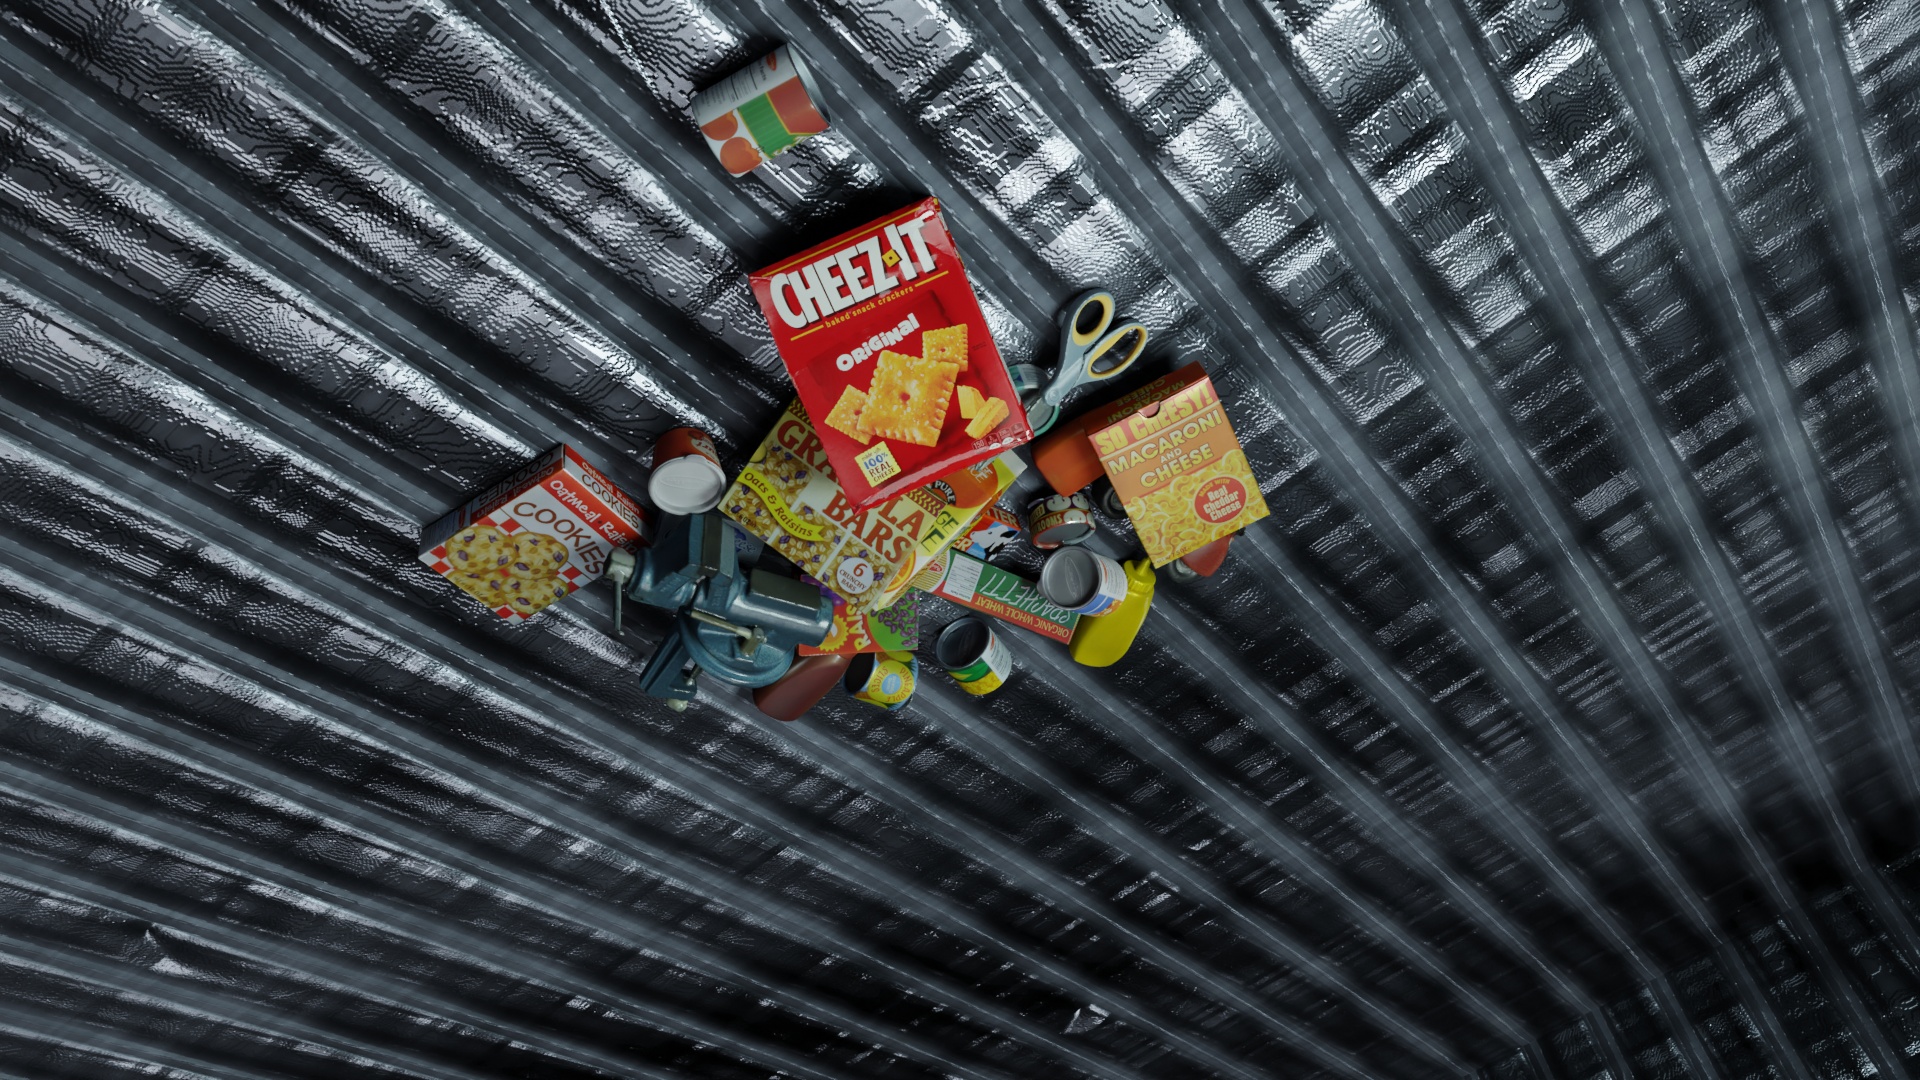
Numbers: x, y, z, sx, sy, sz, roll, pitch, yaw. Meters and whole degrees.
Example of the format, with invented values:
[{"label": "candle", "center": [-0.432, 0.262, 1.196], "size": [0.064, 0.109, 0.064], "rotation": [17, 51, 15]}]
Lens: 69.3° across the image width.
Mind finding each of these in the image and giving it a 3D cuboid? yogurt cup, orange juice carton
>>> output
[{"label": "yogurt cup", "center": [-0.246, -0.064, 1.243], "size": [0.072, 0.054, 0.072], "rotation": [-8, 135, -8]}, {"label": "orange juice carton", "center": [-0.029, -0.027, 1.294], "size": [0.192, 0.073, 0.072], "rotation": [-45, 86, 6]}]

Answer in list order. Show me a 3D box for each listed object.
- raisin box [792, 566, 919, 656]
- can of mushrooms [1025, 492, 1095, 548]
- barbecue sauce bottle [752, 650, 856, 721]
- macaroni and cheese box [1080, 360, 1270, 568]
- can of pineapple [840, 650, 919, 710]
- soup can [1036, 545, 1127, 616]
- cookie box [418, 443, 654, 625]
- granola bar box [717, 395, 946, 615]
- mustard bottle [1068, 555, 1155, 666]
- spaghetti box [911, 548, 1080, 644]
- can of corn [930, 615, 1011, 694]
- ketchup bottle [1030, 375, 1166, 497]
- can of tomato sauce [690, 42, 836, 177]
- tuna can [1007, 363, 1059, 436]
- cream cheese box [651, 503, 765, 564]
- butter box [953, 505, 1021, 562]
[{"label": "raisin box", "center": [-0.105, 0.068, 1.395], "size": [0.123, 0.040, 0.086], "rotation": [-2, 102, -18]}, {"label": "can of mushrooms", "center": [0.098, -0.019, 1.387], "size": [0.071, 0.033, 0.070], "rotation": [-10, 158, -4]}, {"label": "barbecue sauce bottle", "center": [-0.151, 0.132, 1.468], "size": [0.148, 0.044, 0.065], "rotation": [-42, 138, 22]}, {"label": "macaroni and cheese box", "center": [0.203, -0.069, 1.305], "size": [0.123, 0.040, 0.166], "rotation": [-27, 120, 8]}, {"label": "can of pineapple", "center": [-0.085, 0.142, 1.479], "size": [0.058, 0.071, 0.070], "rotation": [23, 123, -33]}, {"label": "soup can", "center": [0.125, 0.044, 1.429], "size": [0.071, 0.071, 0.084], "rotation": [-34, 159, 17]}, {"label": "cookie box", "center": [-0.386, -0.004, 1.271], "size": [0.167, 0.040, 0.122], "rotation": [-29, 134, 13]}, {"label": "granola bar box", "center": [-0.113, -0.032, 1.237], "size": [0.165, 0.039, 0.124], "rotation": [36, 94, -2]}, {"label": "mustard bottle", "center": [0.172, 0.069, 1.498], "size": [0.065, 0.049, 0.159], "rotation": [10, 128, -24]}, {"label": "spaghetti box", "center": [0.028, 0.051, 1.425], "size": [0.250, 0.029, 0.050], "rotation": [23, 86, -38]}, {"label": "can of corn", "center": [0.012, 0.124, 1.494], "size": [0.071, 0.071, 0.058], "rotation": [-28, 134, 11]}, {"label": "ketchup bottle", "center": [0.143, -0.102, 1.328], "size": [0.148, 0.044, 0.064], "rotation": [-32, 129, 15]}, {"label": "can of tomato sauce", "center": [-0.145, -0.314, 1.023], "size": [0.083, 0.071, 0.071], "rotation": [-26, 134, 10]}, {"label": "tuna can", "center": [0.055, -0.126, 1.287], "size": [0.071, 0.033, 0.070], "rotation": [-9, 134, -9]}, {"label": "cream cheese box", "center": [-0.237, -0.010, 1.319], "size": [0.104, 0.024, 0.053], "rotation": [10, 128, -25]}, {"label": "butter box", "center": [0.005, -0.017, 1.383], "size": [0.103, 0.024, 0.053], "rotation": [23, 124, -33]}]
